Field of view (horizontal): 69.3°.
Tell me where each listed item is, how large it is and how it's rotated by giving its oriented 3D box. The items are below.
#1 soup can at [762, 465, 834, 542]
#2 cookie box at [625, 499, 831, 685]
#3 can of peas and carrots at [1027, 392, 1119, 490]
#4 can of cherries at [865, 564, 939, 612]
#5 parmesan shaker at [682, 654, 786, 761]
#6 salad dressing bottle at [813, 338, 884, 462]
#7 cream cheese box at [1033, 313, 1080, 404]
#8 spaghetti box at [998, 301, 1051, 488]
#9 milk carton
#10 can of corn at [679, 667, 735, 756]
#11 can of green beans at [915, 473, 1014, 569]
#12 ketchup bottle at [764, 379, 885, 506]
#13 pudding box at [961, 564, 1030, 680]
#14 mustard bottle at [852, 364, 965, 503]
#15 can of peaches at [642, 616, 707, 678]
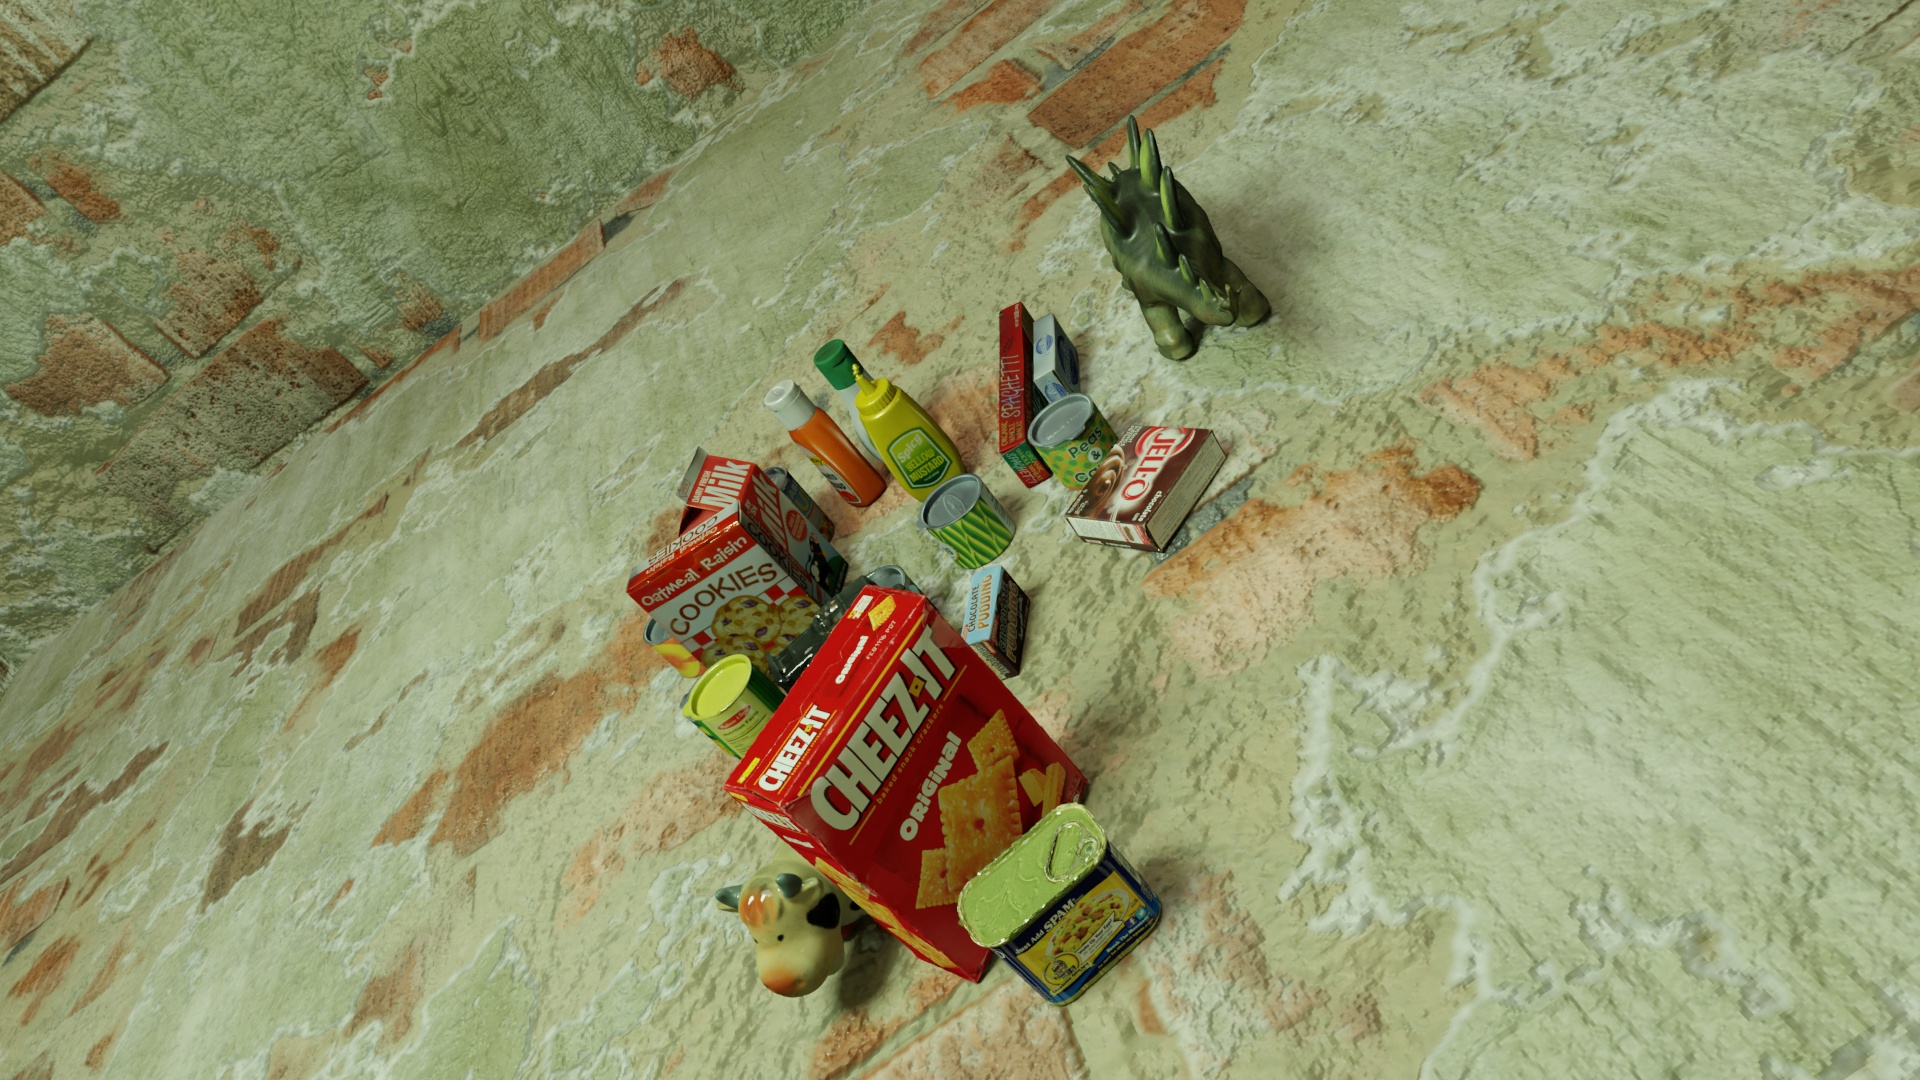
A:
[{"bbox_3d":[-0.175,-0.024,1.404,0.071,0.083,0.072,-26,34,20],"label":"soup can"},{"bbox_3d":[-0.196,0.059,1.245,0.123,0.167,0.040,-32,33,12],"label":"cookie box"},{"bbox_3d":[0.103,-0.086,1.224,0.071,0.058,0.071,-26,35,20],"label":"can of peas and carrots"},{"bbox_3d":[-0.060,0.066,1.201,0.071,0.058,0.072,-26,35,20],"label":"can of cherries"},{"bbox_3d":[-0.172,0.154,1.164,0.071,0.103,0.072,-26,34,20],"label":"parmesan shaker"},{"bbox_3d":[-0.092,-0.138,1.400,0.064,0.147,0.044,-43,32,-6],"label":"salad dressing bottle"},{"bbox_3d":[0.093,-0.170,1.343,0.024,0.053,0.104,-25,35,22],"label":"cream cheese box"},{"bbox_3d":[0.061,-0.146,1.348,0.028,0.050,0.251,-26,35,21],"label":"spaghetti box"},{"bbox_3d":[-0.194,-0.003,1.296,0.073,0.190,0.073,-20,37,29],"label":"milk carton"},{"bbox_3d":[-0.206,0.151,1.242,0.071,0.058,0.071,-26,35,20],"label":"can of corn"},{"bbox_3d":[0.006,-0.017,1.237,0.071,0.057,0.071,-26,35,20],"label":"can of green beans"},{"bbox_3d":[-0.137,-0.098,1.396,0.043,0.148,0.065,-48,33,-13],"label":"ketchup bottle"},{"bbox_3d":[0.028,0.066,1.121,0.030,0.049,0.084,-20,37,28],"label":"pudding box"},{"bbox_3d":[-0.058,-0.104,1.313,0.065,0.159,0.049,-35,32,7],"label":"mustard bottle"},{"bbox_3d":[-0.269,0.094,1.376,0.071,0.058,0.071,-26,35,20],"label":"can of peaches"}]
